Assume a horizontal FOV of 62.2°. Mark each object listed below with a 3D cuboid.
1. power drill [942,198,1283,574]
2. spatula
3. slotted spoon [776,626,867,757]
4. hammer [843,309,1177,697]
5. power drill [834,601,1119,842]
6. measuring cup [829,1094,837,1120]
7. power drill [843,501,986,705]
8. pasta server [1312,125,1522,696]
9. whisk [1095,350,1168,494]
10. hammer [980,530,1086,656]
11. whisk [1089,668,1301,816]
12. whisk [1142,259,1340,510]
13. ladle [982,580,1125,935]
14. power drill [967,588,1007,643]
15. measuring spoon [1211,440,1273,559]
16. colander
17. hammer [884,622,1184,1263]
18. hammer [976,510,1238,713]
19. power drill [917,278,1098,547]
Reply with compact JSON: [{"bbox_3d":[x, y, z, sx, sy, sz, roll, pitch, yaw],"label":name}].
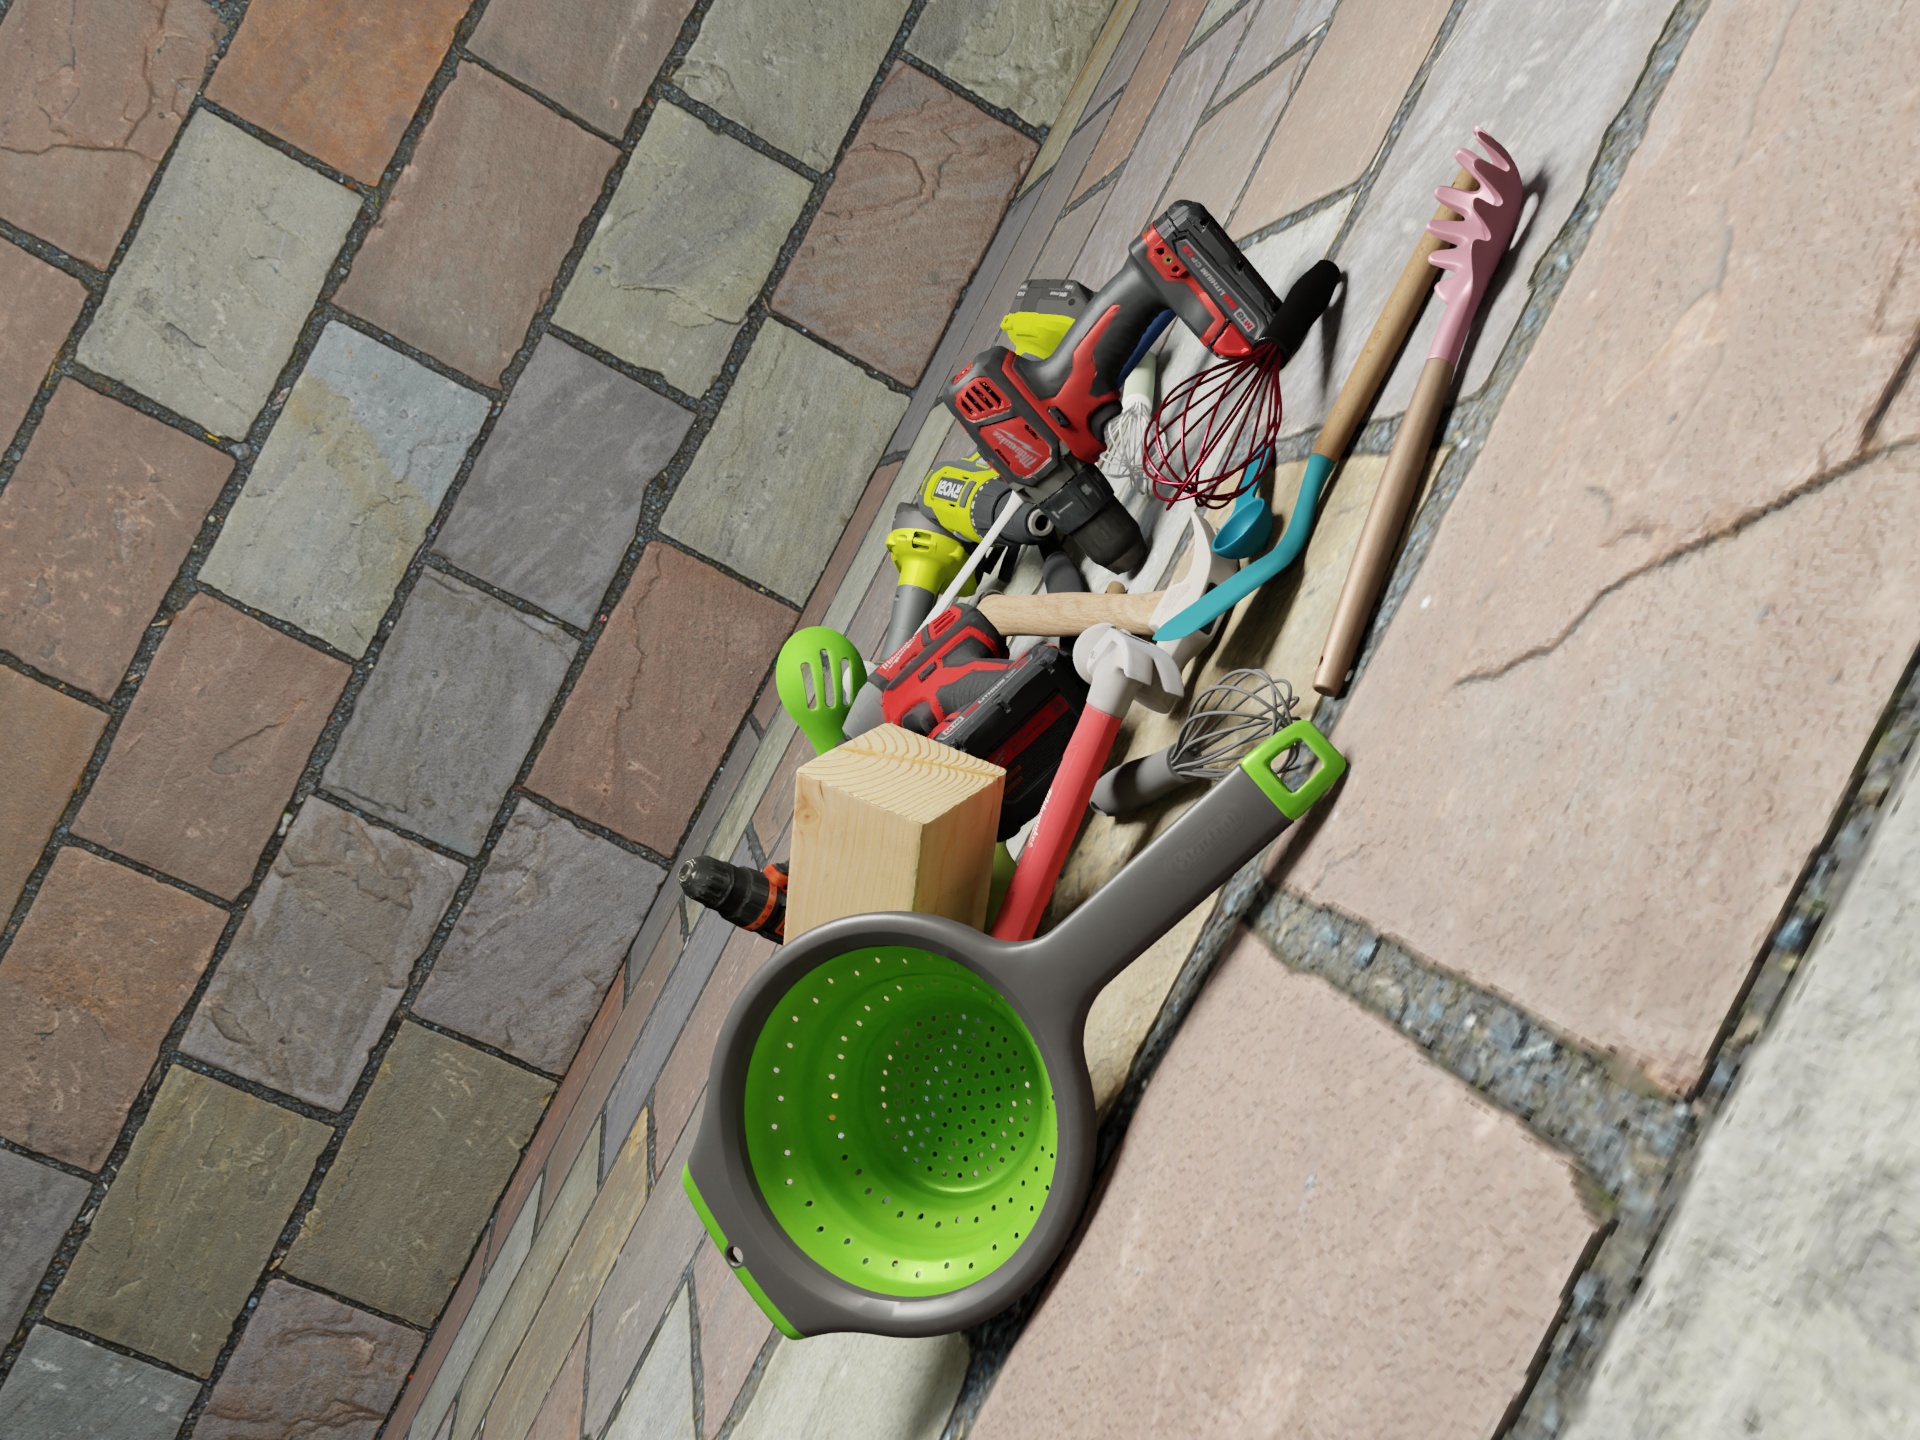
[{"bbox_3d":[0.123,-0.228,1.114,0.226,0.188,0.080,-38,11,21],"label":"power drill"},{"bbox_3d":[0.206,-0.174,0.888,0.317,0.044,0.082,-62,7,-1],"label":"spatula"},{"bbox_3d":[-0.086,0.085,1.188,0.031,0.070,0.314,-177,78,-70],"label":"slotted spoon"},{"bbox_3d":[0.044,-0.166,1.227,0.405,0.035,0.144,-54,19,4],"label":"hammer"},{"bbox_3d":[-0.002,-0.003,1.064,0.143,0.078,0.220,-42,25,-8],"label":"power drill"},{"bbox_3d":[-0.074,0.260,1.104,0.095,0.052,0.173,-66,15,-13],"label":"measuring cup"},{"bbox_3d":[-0.044,-0.076,1.499,0.171,0.080,0.223,65,-141,-69],"label":"power drill"},{"bbox_3d":[0.225,-0.158,0.796,0.060,0.040,0.316,118,175,-75],"label":"pasta server"},{"bbox_3d":[0.144,-0.251,1.295,0.058,0.059,0.246,-16,29,19],"label":"whisk"},{"bbox_3d":[0.075,-0.133,1.340,0.149,0.036,0.409,-60,13,18],"label":"hammer"},{"bbox_3d":[0.116,0.021,0.849,0.055,0.055,0.239,-67,10,-19],"label":"whisk"},{"bbox_3d":[0.178,-0.210,0.951,0.073,0.073,0.296,-49,4,47],"label":"whisk"},{"bbox_3d":[0.064,0.028,1.073,0.078,0.062,0.320,-39,20,54],"label":"ladle"},{"bbox_3d":[-0.021,0.013,1.289,0.185,0.084,0.226,120,174,-55],"label":"power drill"},{"bbox_3d":[0.183,-0.135,0.975,0.042,0.021,0.129,-38,17,37],"label":"measuring spoon"},{"bbox_3d":[0.038,0.144,0.795,0.397,0.205,0.094,-43,-18,13],"label":"colander"},{"bbox_3d":[0.026,0.134,0.885,0.143,0.038,0.386,-118,49,-79],"label":"hammer"},{"bbox_3d":[0.086,-0.075,1.087,0.130,0.031,0.331,-59,21,-9],"label":"hammer"},{"bbox_3d":[0.061,-0.254,1.355,0.228,0.080,0.191,-65,28,2],"label":"power drill"}]
